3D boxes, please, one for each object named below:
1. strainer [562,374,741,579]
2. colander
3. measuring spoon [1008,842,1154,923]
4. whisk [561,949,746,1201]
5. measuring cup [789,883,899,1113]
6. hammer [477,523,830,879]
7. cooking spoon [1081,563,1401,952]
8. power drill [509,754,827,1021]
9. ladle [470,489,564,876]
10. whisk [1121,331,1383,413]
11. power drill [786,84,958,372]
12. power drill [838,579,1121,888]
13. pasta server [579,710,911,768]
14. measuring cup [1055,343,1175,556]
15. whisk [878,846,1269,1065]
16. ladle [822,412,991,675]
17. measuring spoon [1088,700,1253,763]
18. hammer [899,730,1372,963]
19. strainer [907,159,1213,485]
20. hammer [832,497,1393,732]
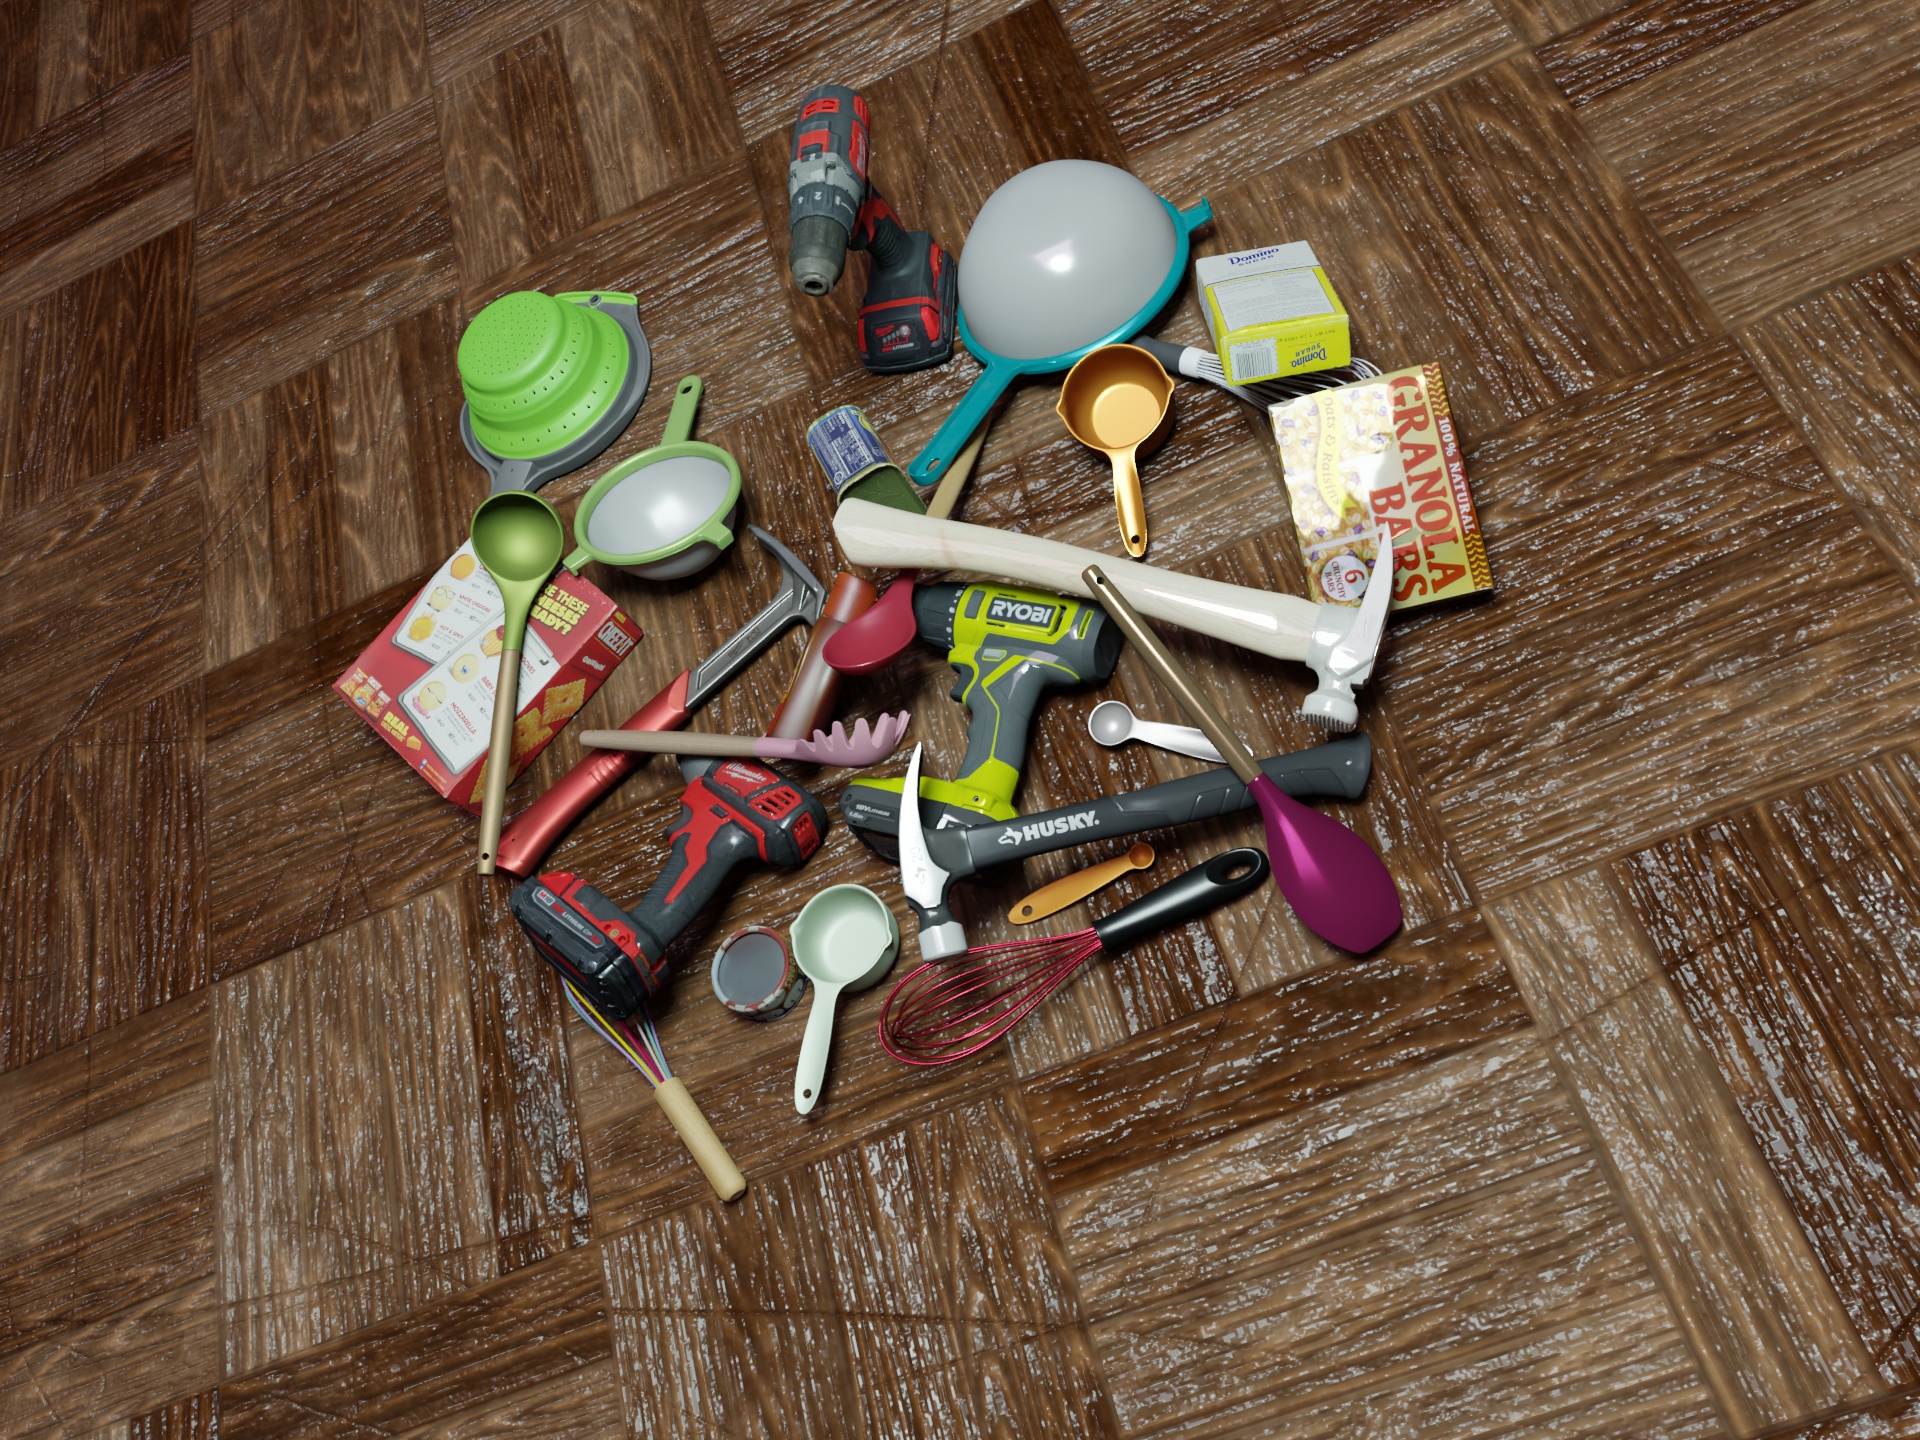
[{"bbox_3d":[-0.249,-0.206,1.407,0.151,0.069,0.257,-9,46,13],"label":"strainer"},{"bbox_3d":[-0.425,-0.261,1.475,0.204,0.094,0.397,7,68,24],"label":"colander"},{"bbox_3d":[0.087,0.119,1.140,0.117,0.011,0.021,-27,60,12],"label":"measuring spoon"},{"bbox_3d":[-0.232,0.256,1.180,0.051,0.047,0.245,-41,61,-2],"label":"whisk"},{"bbox_3d":[-0.090,0.203,1.152,0.083,0.038,0.168,3,69,23],"label":"measuring cup"},{"bbox_3d":[-0.258,-0.005,1.319,0.359,0.036,0.149,-41,58,-2],"label":"hammer"},{"bbox_3d":[0.182,0.019,1.070,0.069,0.017,0.319,-35,78,-10],"label":"cooking spoon"},{"bbox_3d":[-0.222,0.106,1.205,0.143,0.078,0.220,32,62,30],"label":"power drill"},{"bbox_3d":[-0.371,-0.034,1.288,0.078,0.062,0.320,1,73,0],"label":"ladle"},{"bbox_3d":[0.212,-0.276,1.257,0.285,0.070,0.070,24,76,34],"label":"whisk"},{"bbox_3d":[-0.079,-0.382,1.319,0.080,0.226,0.188,-6,63,19],"label":"power drill"},{"bbox_3d":[-0.002,-0.004,1.196,0.191,0.080,0.229,12,68,25],"label":"power drill"},{"bbox_3d":[-0.173,0.012,1.205,0.316,0.060,0.040,2,97,33],"label":"pasta server"},{"bbox_3d":[0.133,-0.209,1.262,0.095,0.052,0.174,-10,80,16],"label":"measuring cup"},{"bbox_3d":[0.078,0.159,1.098,0.296,0.073,0.073,-26,59,0],"label":"whisk"},{"bbox_3d":[-0.029,-0.143,1.251,0.069,0.031,0.316,3,48,25],"label":"ladle"},{"bbox_3d":[0.154,0.014,1.164,0.124,0.018,0.034,14,78,19],"label":"measuring spoon"},{"bbox_3d":[0.120,0.057,1.088,0.334,0.035,0.146,-13,75,-3],"label":"hammer"},{"bbox_3d":[0.042,-0.346,1.306,0.211,0.095,0.340,21,69,38],"label":"strainer"},{"bbox_3d":[0.101,-0.112,1.147,0.411,0.038,0.146,16,80,19],"label":"hammer"}]
